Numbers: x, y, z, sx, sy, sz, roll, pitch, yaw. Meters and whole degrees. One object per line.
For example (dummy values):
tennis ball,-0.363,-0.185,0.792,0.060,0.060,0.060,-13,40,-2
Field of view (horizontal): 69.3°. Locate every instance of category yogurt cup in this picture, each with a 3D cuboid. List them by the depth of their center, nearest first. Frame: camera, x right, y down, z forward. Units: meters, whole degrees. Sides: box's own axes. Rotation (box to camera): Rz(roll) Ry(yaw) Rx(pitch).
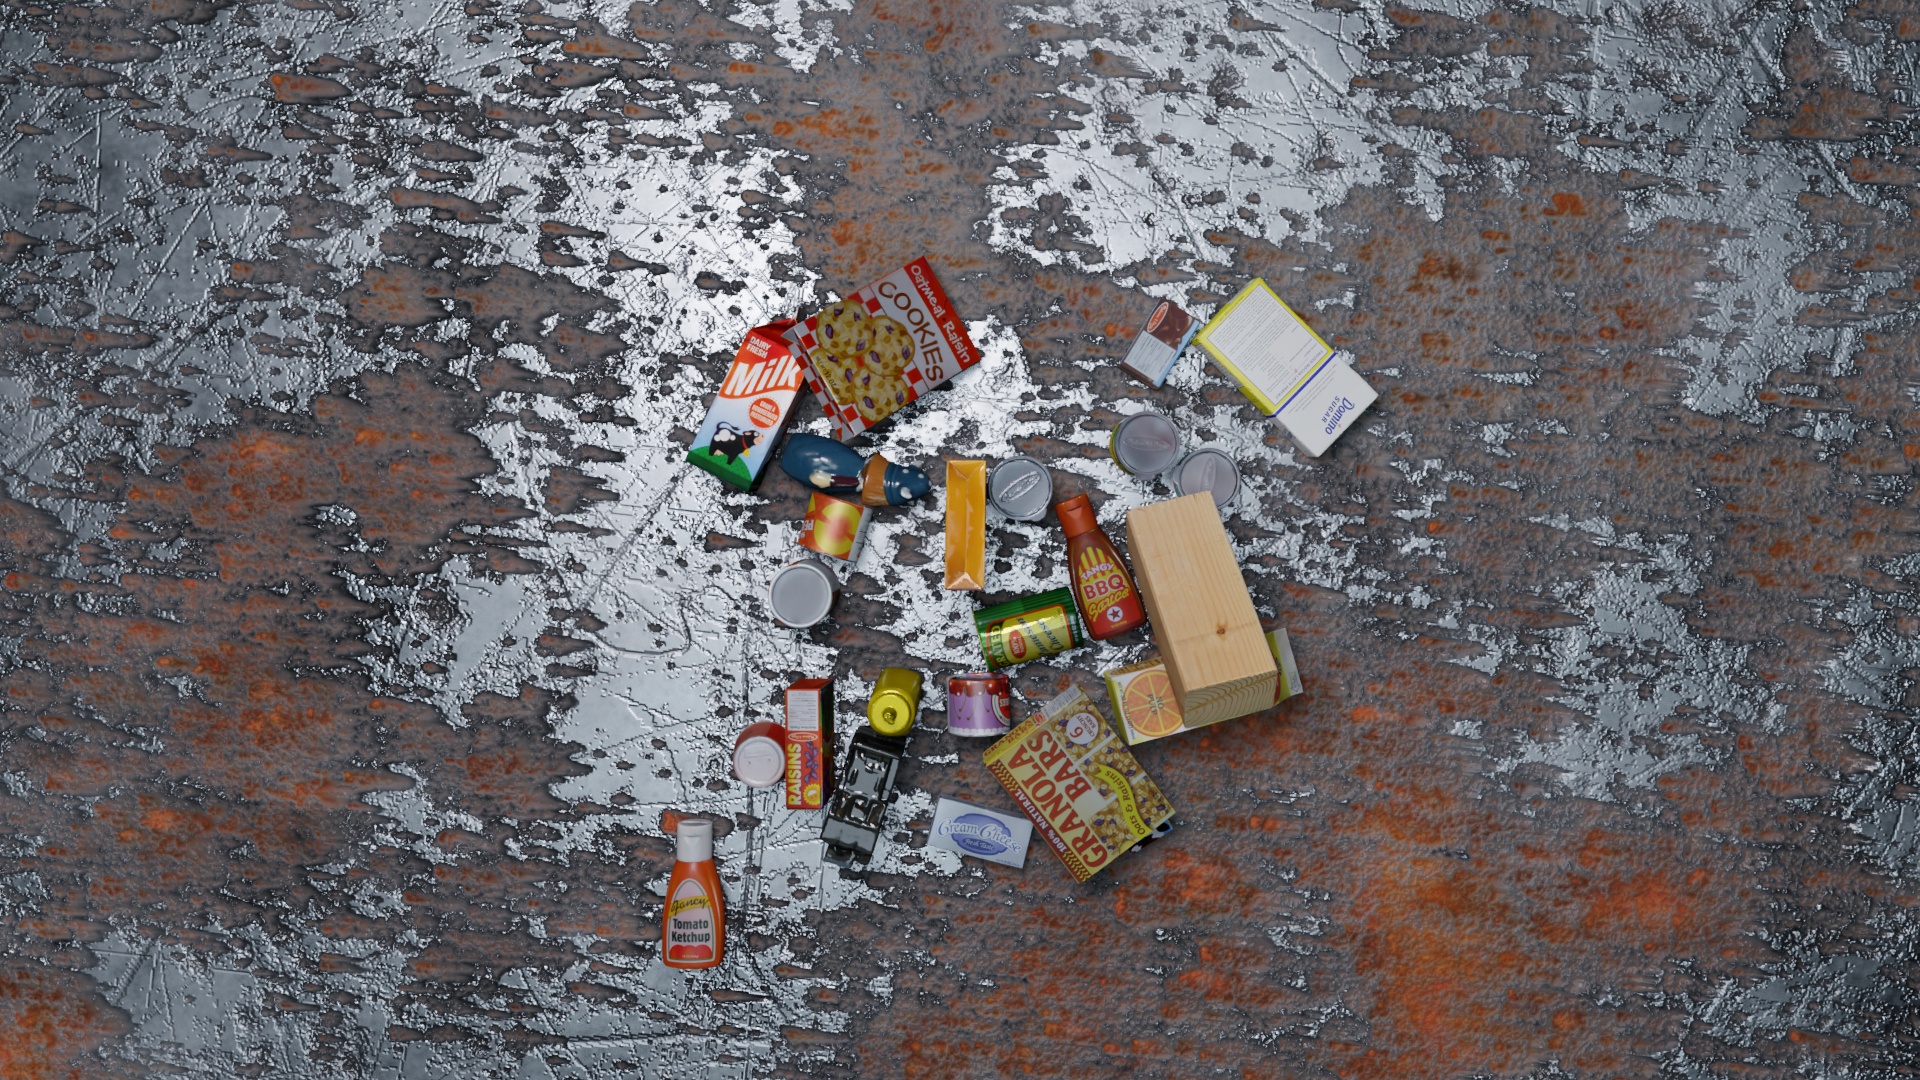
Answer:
yogurt cup,-0.205,0.225,1.439,0.072,0.054,0.072,0,91,0

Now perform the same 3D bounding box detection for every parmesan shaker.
parmesan shaker,0.069,0.088,1.428,0.103,0.071,0.071,-16,92,0

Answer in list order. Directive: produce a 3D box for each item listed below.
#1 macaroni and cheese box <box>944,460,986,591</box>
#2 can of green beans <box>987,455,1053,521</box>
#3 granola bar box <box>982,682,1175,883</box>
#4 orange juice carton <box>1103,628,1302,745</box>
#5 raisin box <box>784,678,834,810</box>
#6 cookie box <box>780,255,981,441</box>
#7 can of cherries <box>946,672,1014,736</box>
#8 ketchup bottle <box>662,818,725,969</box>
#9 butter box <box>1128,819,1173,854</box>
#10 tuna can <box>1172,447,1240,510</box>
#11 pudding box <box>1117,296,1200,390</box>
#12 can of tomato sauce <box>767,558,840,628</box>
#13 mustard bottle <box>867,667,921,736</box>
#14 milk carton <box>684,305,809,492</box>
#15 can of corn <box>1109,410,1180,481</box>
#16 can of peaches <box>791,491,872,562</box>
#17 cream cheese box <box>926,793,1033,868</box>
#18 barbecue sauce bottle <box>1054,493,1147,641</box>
macaroni and cheese box,0.005,-0.017,1.376,0.040,0.166,0.123,1,92,0
can of green beans,0.060,-0.054,1.430,0.071,0.058,0.071,0,92,0
granola bar box,0.120,0.247,1.406,0.124,0.039,0.165,-37,103,1
orange juice carton,0.251,0.148,1.428,0.193,0.073,0.071,-15,91,0
raisin box,-0.153,0.207,1.422,0.040,0.086,0.123,0,91,3
cookie box,-0.077,-0.194,1.396,0.168,0.040,0.123,-34,99,-25
can of cherries,0.021,0.168,1.431,0.071,0.071,0.058,-2,91,0
ketchup bottle,-0.278,0.367,1.448,0.065,0.043,0.148,1,91,0
butter box,0.173,0.271,1.456,0.053,0.024,0.103,-32,92,0
tuna can,0.253,-0.063,1.442,0.071,0.033,0.071,0,92,0
pudding box,0.206,-0.203,1.440,0.050,0.030,0.083,32,91,0
can of tomato sauce,-0.161,0.055,1.419,0.071,0.083,0.071,0,92,0
mustard bottle,-0.067,0.164,1.384,0.049,0.160,0.065,10,91,1
milk carton,-0.202,-0.150,1.419,0.073,0.072,0.190,27,91,-1
can of corn,0.188,-0.096,1.429,0.071,0.058,0.071,0,92,0
can of peaches,-0.131,-0.015,1.426,0.071,0.071,0.058,18,91,-1
cream cheese box,0.021,0.304,1.456,0.104,0.024,0.053,14,90,-1
barbecue sauce bottle,0.140,0.026,1.439,0.065,0.044,0.148,-21,91,3
